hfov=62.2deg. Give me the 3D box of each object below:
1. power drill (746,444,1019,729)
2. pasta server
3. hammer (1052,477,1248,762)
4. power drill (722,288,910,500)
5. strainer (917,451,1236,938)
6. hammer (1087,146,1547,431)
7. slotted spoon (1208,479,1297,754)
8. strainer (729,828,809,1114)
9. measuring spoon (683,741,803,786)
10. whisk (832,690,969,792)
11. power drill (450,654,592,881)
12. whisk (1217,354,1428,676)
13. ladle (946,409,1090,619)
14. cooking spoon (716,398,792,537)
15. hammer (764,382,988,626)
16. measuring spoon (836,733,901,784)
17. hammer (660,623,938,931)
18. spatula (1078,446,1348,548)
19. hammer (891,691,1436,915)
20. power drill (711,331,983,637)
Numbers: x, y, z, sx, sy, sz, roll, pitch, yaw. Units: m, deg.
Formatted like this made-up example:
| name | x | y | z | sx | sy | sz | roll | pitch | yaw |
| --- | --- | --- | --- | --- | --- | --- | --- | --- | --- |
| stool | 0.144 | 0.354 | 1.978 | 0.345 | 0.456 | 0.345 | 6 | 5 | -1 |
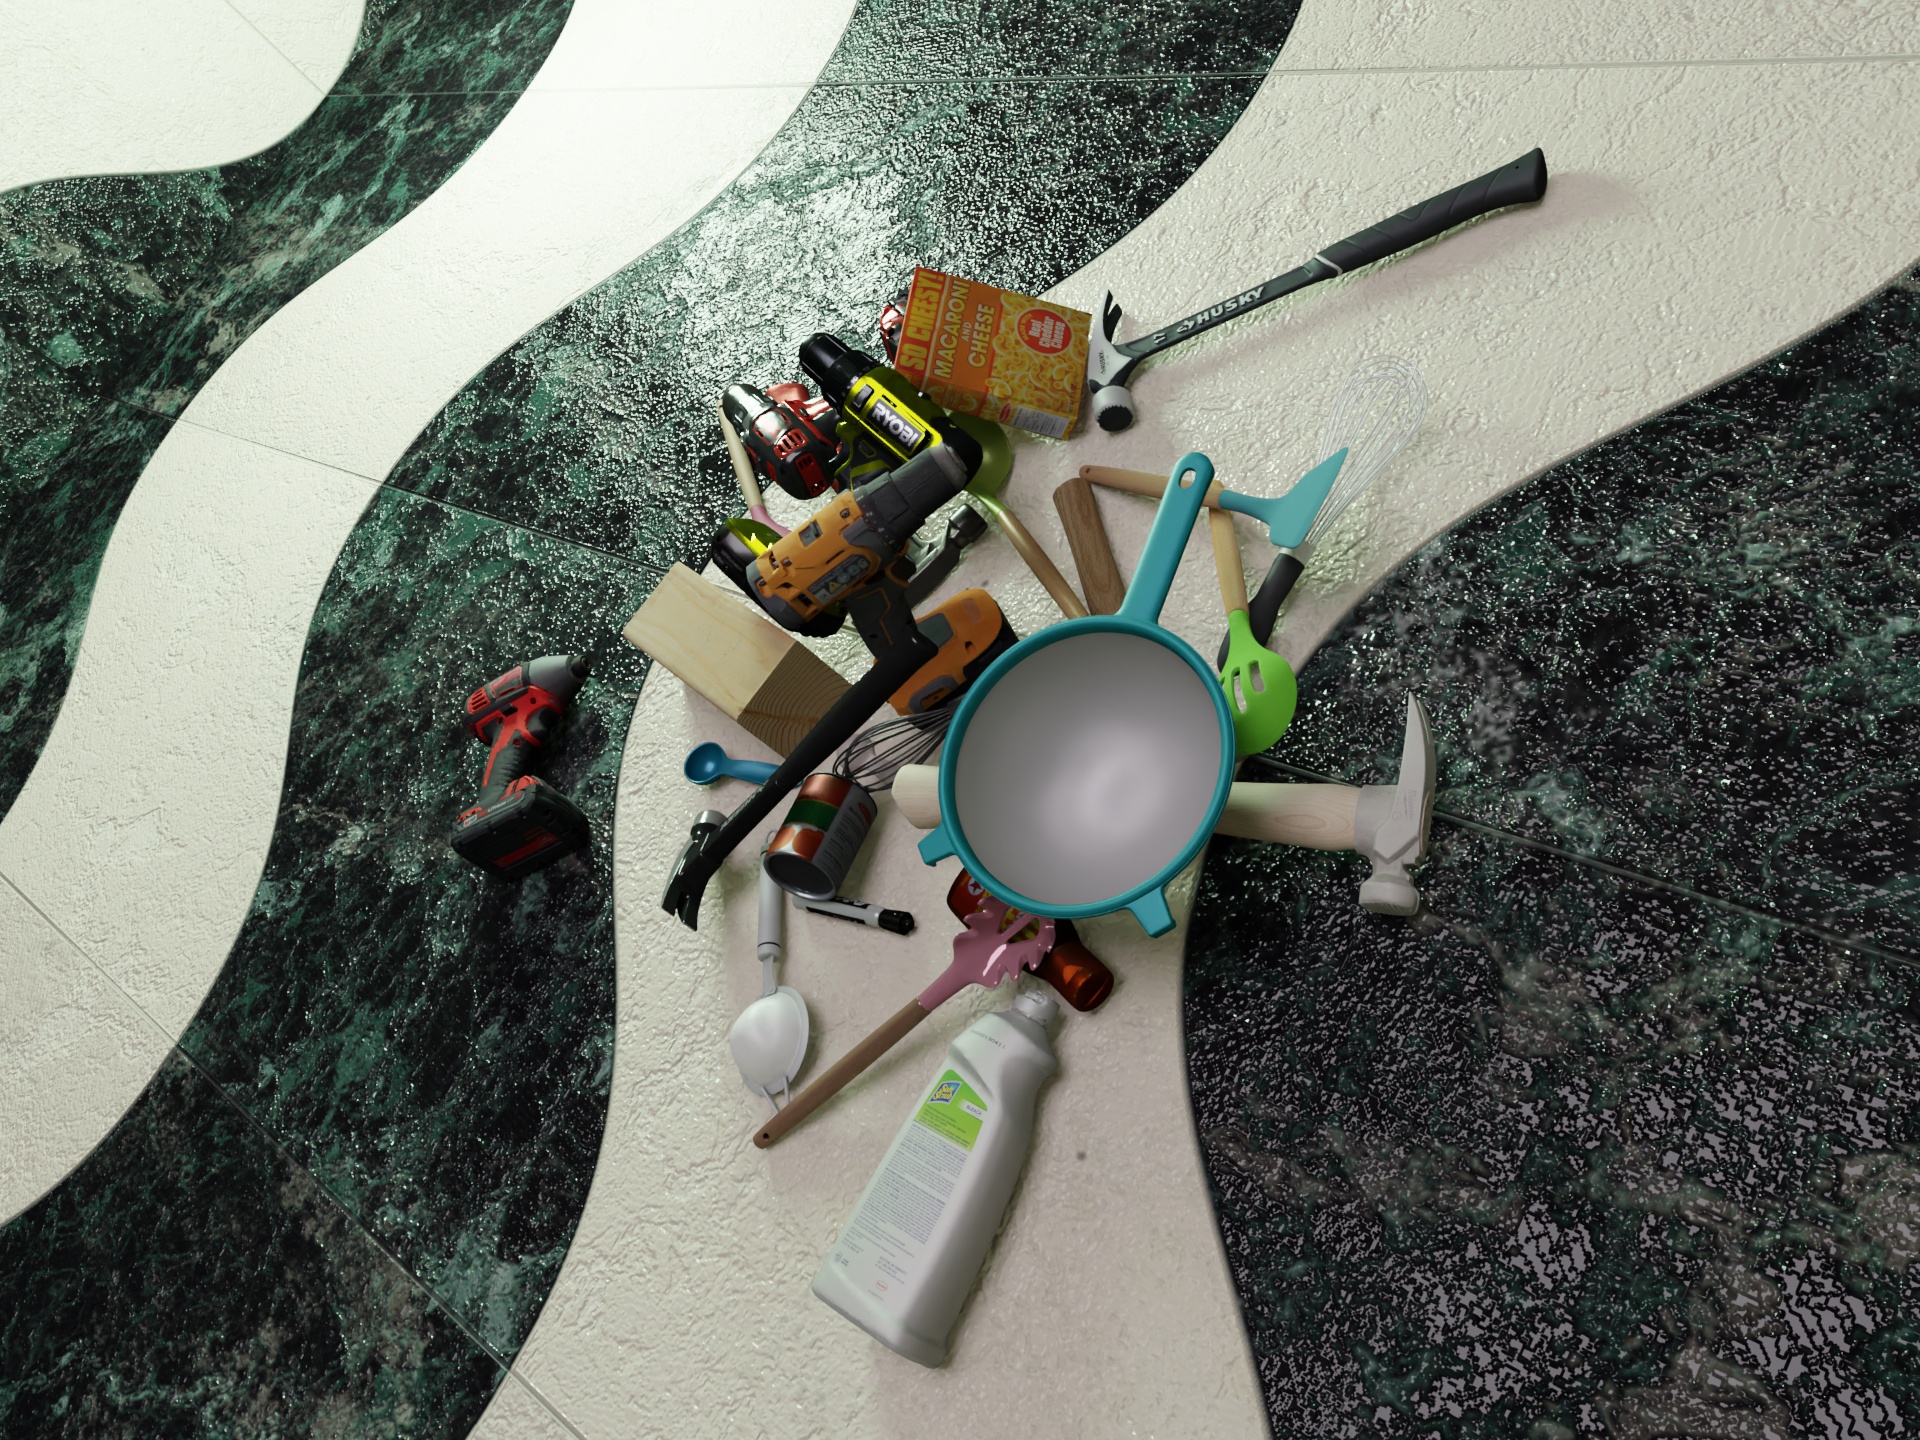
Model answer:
| name | x | y | z | sx | sy | sz | roll | pitch | yaw |
| --- | --- | --- | --- | --- | --- | --- | --- | --- | --- |
| power drill | -0.035 | -0.107 | 1.265 | 0.185 | 0.226 | 0.084 | -36 | 48 | 10 |
| pasta server | -0.047 | 0.223 | 1.155 | 0.316 | 0.040 | 0.060 | -42 | 82 | 20 |
| hammer | 0.122 | -0.072 | 1.269 | 0.130 | 0.031 | 0.332 | -27 | 49 | 17 |
| power drill | -0.113 | -0.316 | 1.521 | 0.226 | 0.080 | 0.188 | -34 | 45 | -8 |
| strainer | 0.120 | -0.017 | 1.101 | 0.211 | 0.095 | 0.340 | 14 | 76 | 31 |
| hammer | 0.292 | -0.380 | 1.350 | 0.409 | 0.036 | 0.149 | -20 | 51 | 22 |
| slotted spoon | 0.201 | -0.091 | 1.180 | 0.070 | 0.031 | 0.314 | -32 | 32 | 26 |
| strainer | -0.158 | 0.195 | 1.285 | 0.087 | 0.050 | 0.259 | -34 | 43 | 32 |
| measuring spoon | -0.191 | 0.048 | 1.422 | 0.129 | 0.021 | 0.042 | 9 | 66 | 28 |
| whisk | -0.001 | -0.003 | 1.273 | 0.239 | 0.055 | 0.055 | -28 | 49 | 19 |
| power drill | -0.420 | 0.033 | 1.549 | 0.143 | 0.078 | 0.220 | -26 | 47 | 18 |
| whisk | 0.271 | -0.155 | 1.207 | 0.070 | 0.070 | 0.284 | 27 | 84 | 42 |
| ladle | 0.052 | -0.169 | 1.337 | 0.062 | 0.078 | 0.321 | -64 | 34 | 27 |
| cooking spoon | -0.211 | -0.228 | 1.610 | 0.069 | 0.017 | 0.319 | -32 | 49 | 12 |
| hammer | -0.113 | -0.224 | 1.528 | 0.149 | 0.036 | 0.359 | -43 | 47 | 4 |
| measuring spoon | -0.064 | 0.040 | 1.332 | 0.124 | 0.018 | 0.034 | 27 | 79 | 42 |
| hammer | -0.131 | 0.040 | 1.266 | 0.334 | 0.035 | 0.146 | -43 | 18 | 29 |
| spatula | 0.185 | -0.184 | 1.251 | 0.318 | 0.044 | 0.082 | 23 | 84 | 54 |
| hammer | 0.132 | 0.048 | 1.145 | 0.411 | 0.038 | 0.146 | 2 | 73 | 31 |
| power drill | -0.113 | -0.205 | 1.380 | 0.191 | 0.080 | 0.228 | 42 | 106 | 17 |
